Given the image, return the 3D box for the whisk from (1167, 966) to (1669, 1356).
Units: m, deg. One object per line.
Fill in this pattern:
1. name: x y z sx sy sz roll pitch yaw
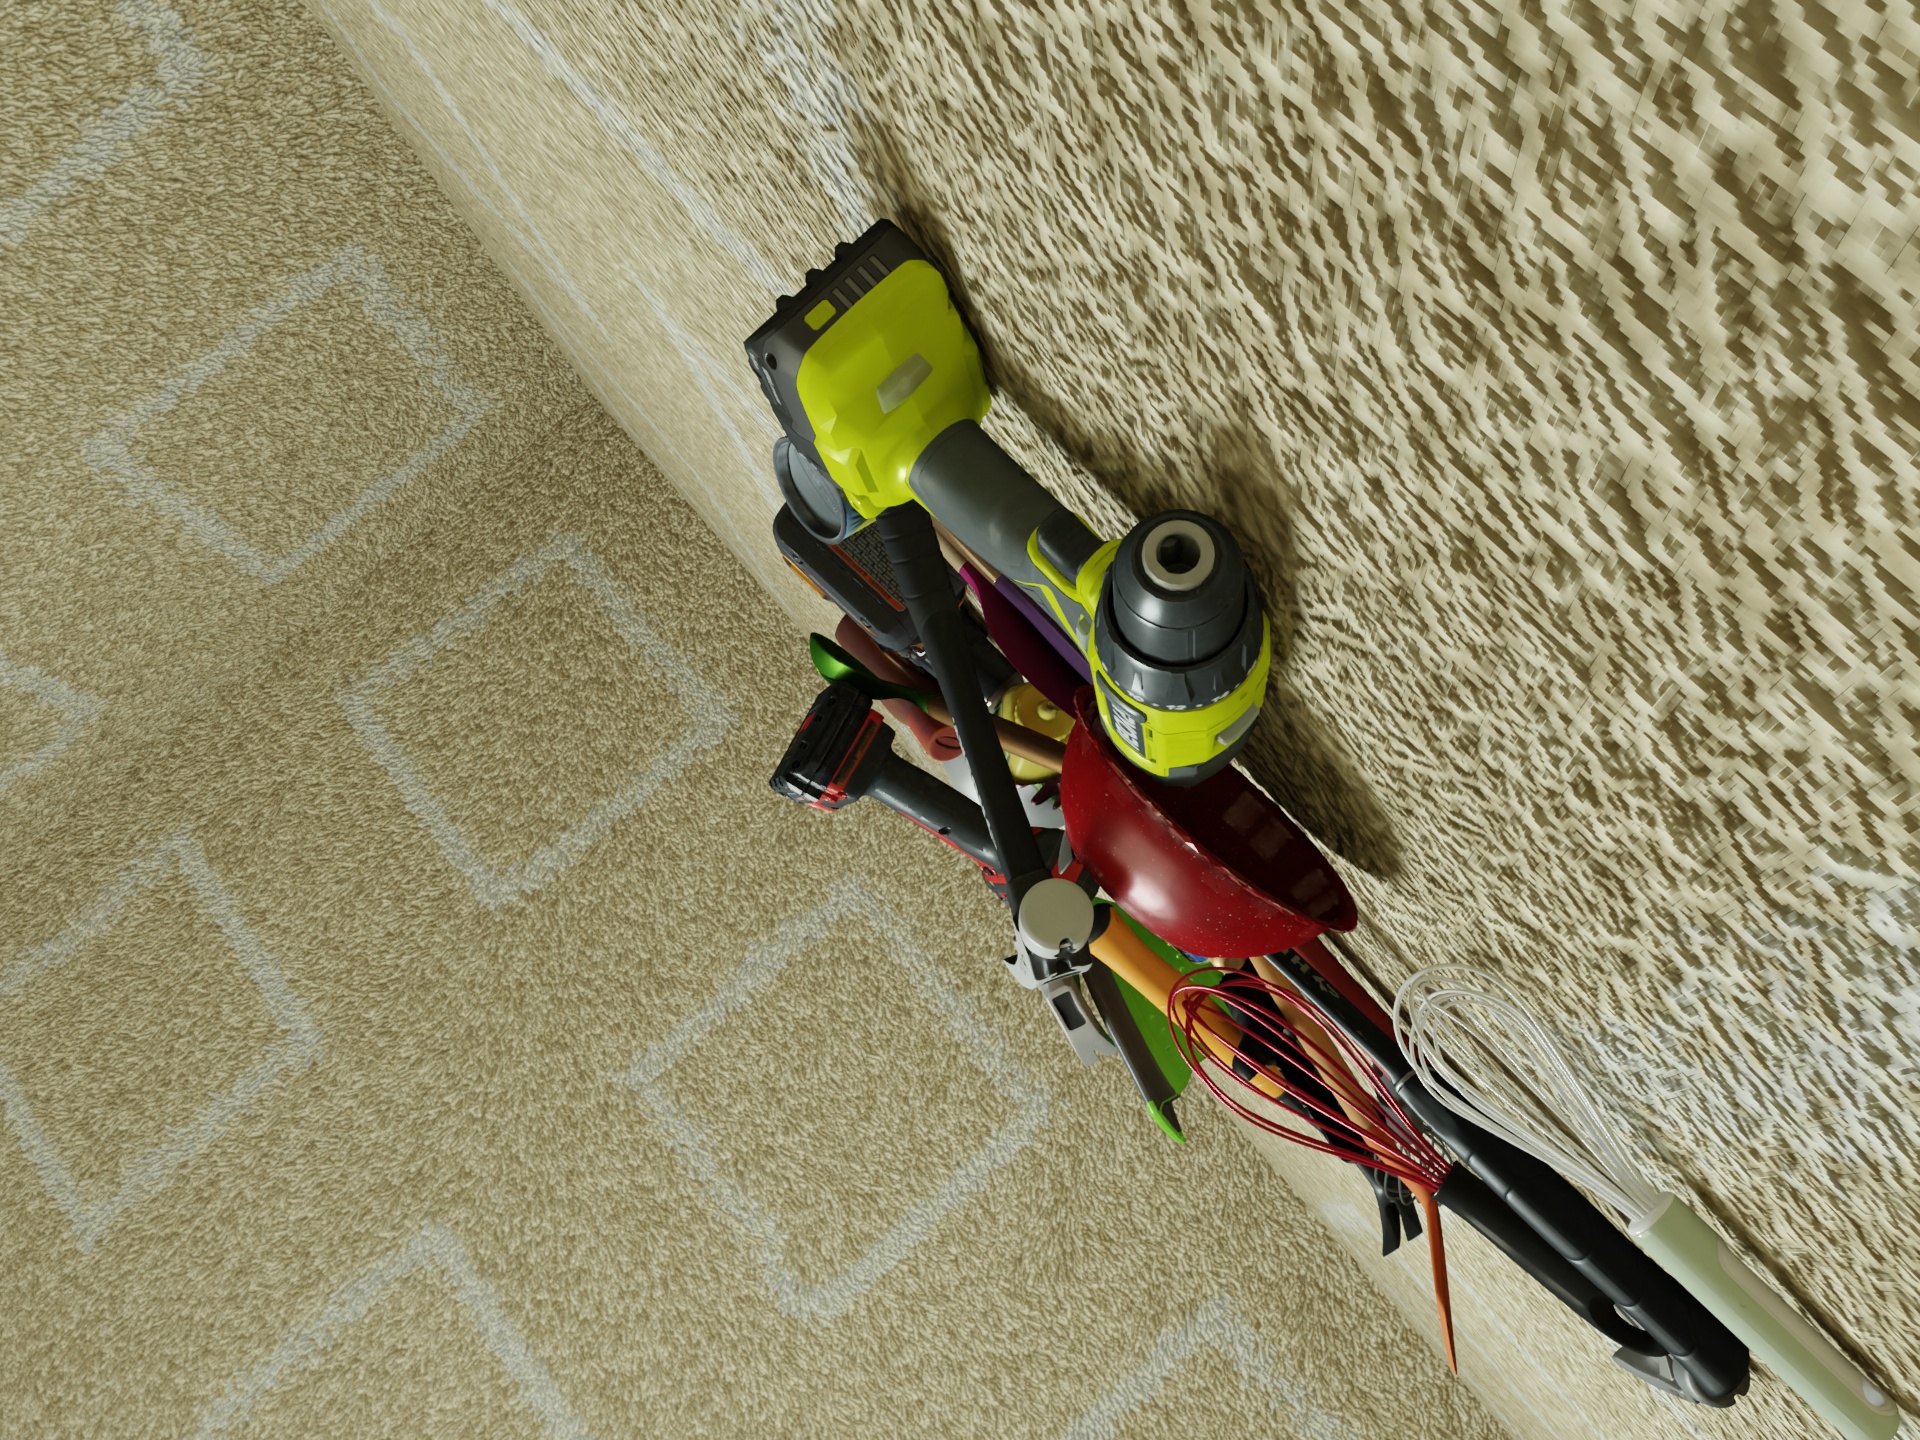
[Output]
1. whisk: 0.232 0.224 0.819 0.296 0.073 0.073 35 170 19

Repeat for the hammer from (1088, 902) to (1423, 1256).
1. hammer: 0.202 0.241 1.114 0.336 0.034 0.127 41 -158 -20

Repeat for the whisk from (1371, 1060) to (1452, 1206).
1. whisk: 0.286 0.259 1.023 0.055 0.055 0.238 46 169 39

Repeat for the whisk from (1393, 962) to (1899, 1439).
1. whisk: 0.276 0.194 0.648 0.246 0.059 0.058 44 -150 15

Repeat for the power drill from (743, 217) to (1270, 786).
1. power drill: 0.025 -0.081 0.599 0.229 0.080 0.190 45 175 17

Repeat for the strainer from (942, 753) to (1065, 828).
1. strainer: 0.062 0.080 1.263 0.257 0.069 0.151 51 -172 31

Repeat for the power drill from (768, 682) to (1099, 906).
1. power drill: -0.018 0.067 1.123 0.226 0.080 0.188 30 171 -8

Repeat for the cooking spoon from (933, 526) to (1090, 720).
1. cooking spoon: -0.011 -0.112 0.950 0.319 0.017 0.068 50 -152 15

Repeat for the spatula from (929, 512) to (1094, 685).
1. spatula: 0.007 -0.100 0.914 0.316 0.018 0.059 47 -177 15

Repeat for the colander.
1. colander: 0.136 0.146 1.328 0.204 0.094 0.398 53 -168 -57

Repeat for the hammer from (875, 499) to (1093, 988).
1. hammer: -0.004 -0.027 0.793 0.146 0.035 0.335 87 165 -69

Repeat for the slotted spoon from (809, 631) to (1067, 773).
1. slotted spoon: -0.002 -0.003 1.025 0.314 0.031 0.070 23 174 46

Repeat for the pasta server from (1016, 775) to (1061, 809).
1. pasta server: -0.010 -0.064 1.218 0.316 0.040 0.060 50 140 15

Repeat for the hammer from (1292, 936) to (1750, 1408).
1. hammer: 0.273 0.221 0.885 0.359 0.037 0.149 48 175 13

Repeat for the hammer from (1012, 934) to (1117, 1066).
1. hammer: 0.088 0.191 1.340 0.130 0.031 0.331 63 -173 -6

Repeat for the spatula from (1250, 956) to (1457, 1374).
1. spatula: 0.233 0.237 0.976 0.323 0.041 0.080 -117 4 -49

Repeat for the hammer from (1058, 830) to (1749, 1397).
1. hammer: 0.211 0.166 0.785 0.409 0.036 0.149 43 -155 17

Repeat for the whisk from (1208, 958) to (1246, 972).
1. whisk: 0.121 0.085 1.009 0.051 0.047 0.245 41 -173 -28

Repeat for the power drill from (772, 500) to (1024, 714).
1. power drill: -0.033 -0.081 1.081 0.185 0.084 0.226 43 178 6
